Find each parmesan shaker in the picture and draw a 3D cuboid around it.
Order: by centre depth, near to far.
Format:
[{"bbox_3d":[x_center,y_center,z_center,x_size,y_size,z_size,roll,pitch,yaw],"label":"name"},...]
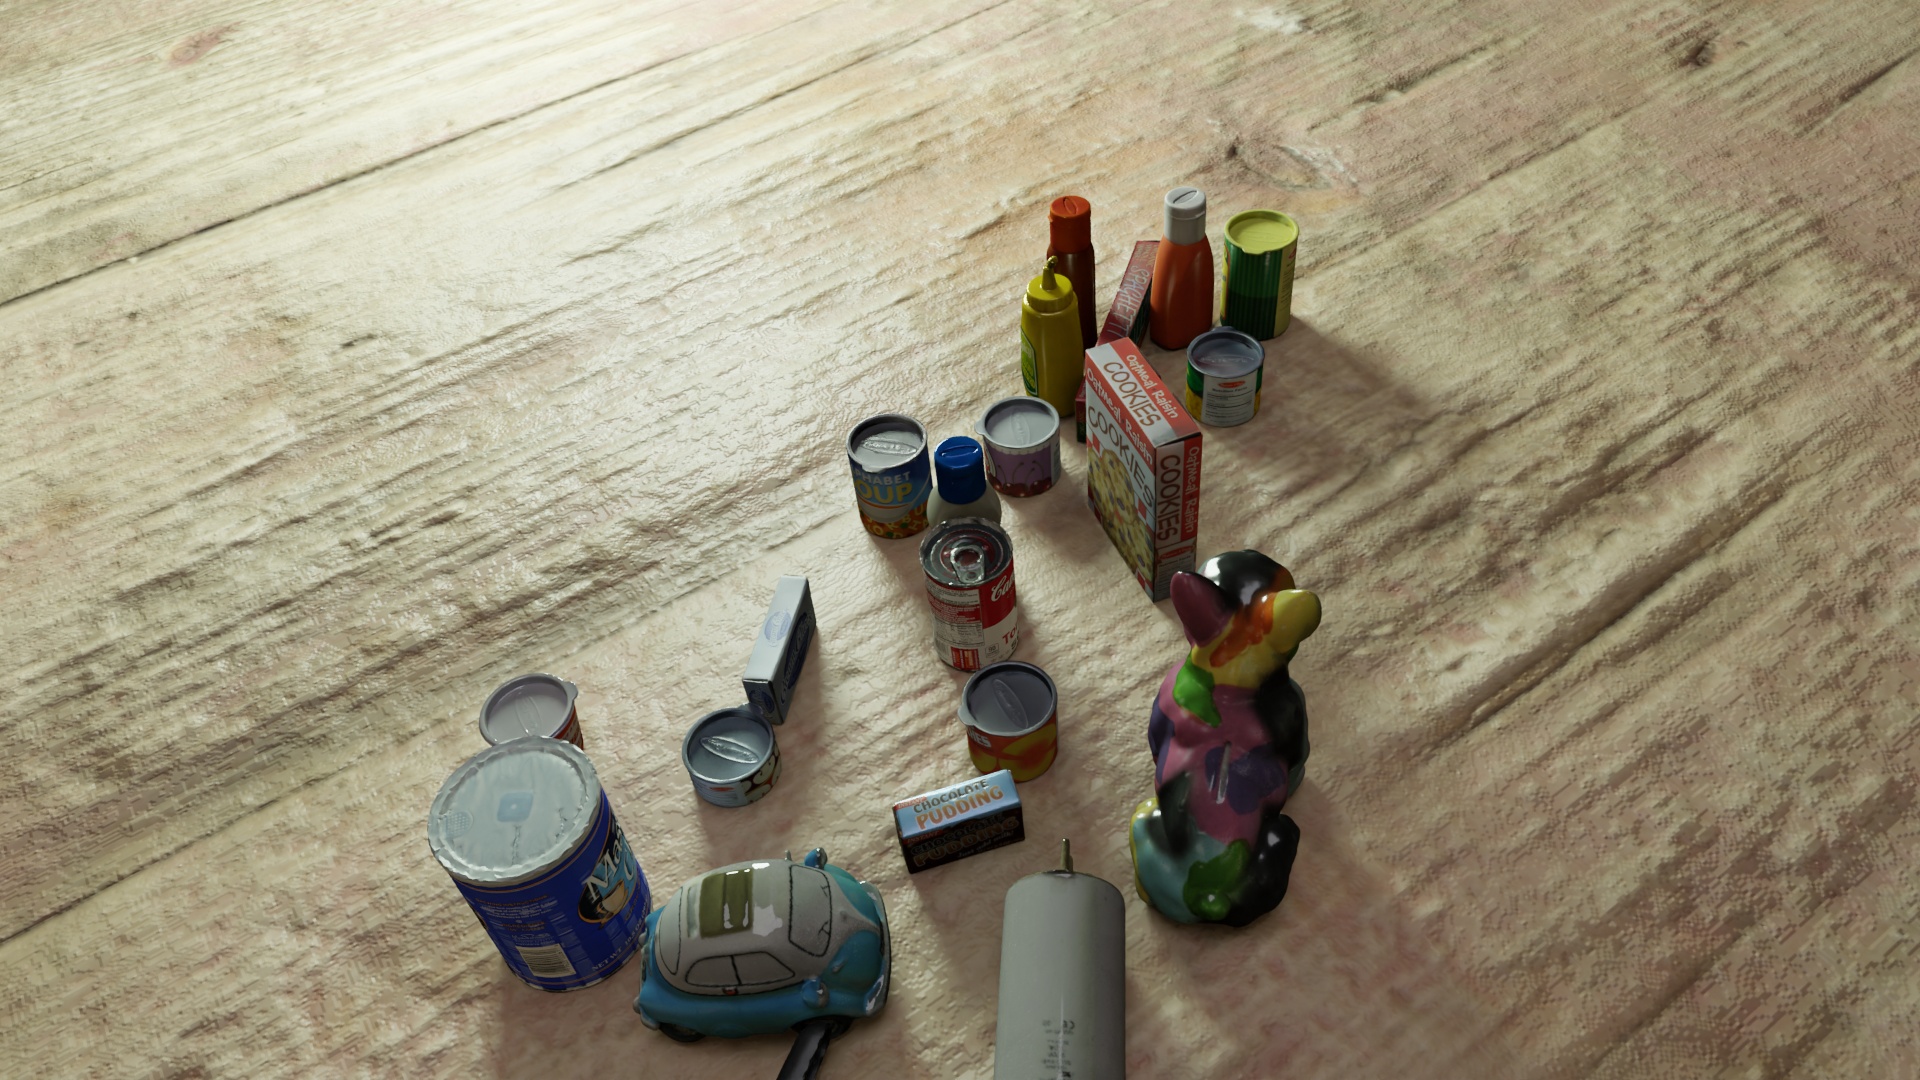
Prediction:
[{"bbox_3d":[0.272,-0.241,1.278,0.071,0.102,0.072,-3,46,3],"label":"parmesan shaker"}]

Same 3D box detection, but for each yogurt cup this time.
[{"bbox_3d":[-0.307,0.138,1.006,0.072,0.053,0.073,-3,46,3],"label":"yogurt cup"}]

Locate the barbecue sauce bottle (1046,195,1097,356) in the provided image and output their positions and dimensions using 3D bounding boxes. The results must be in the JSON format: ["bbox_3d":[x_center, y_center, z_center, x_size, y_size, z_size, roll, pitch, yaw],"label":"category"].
[{"bbox_3d":[0.101,-0.241,1.264,0.044,0.147,0.065,-12,46,-5],"label":"barbecue sauce bottle"}]

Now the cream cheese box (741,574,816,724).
[{"bbox_3d":[-0.134,0.081,1.043,0.024,0.053,0.104,5,47,11],"label":"cream cheese box"}]

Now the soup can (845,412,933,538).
[{"bbox_3d":[-0.057,-0.050,1.141,0.071,0.083,0.072,-3,46,3],"label":"soup can"}]

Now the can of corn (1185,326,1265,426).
[{"bbox_3d":[0.231,-0.144,1.218,0.071,0.058,0.071,-3,46,3],"label":"can of corn"}]

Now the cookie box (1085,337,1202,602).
[{"bbox_3d":[0.139,-0.054,1.065,0.040,0.166,0.123,-18,47,-11],"label":"cookie box"}]

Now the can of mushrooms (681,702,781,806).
[{"bbox_3d":[-0.161,0.153,0.990,0.071,0.033,0.071,-3,46,3],"label":"can of mushrooms"}]

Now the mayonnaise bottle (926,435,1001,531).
[{"bbox_3d":[0.004,-0.013,1.054,0.065,0.147,0.041,-11,46,-4],"label":"mayonnaise bottle"}]

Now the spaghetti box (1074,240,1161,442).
[{"bbox_3d":[0.149,-0.187,1.275,0.029,0.050,0.251,10,48,15],"label":"spaghetti box"}]

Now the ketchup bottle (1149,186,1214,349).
[{"bbox_3d":[0.202,-0.247,1.259,0.065,0.148,0.043,-33,51,-23],"label":"ketchup bottle"}]

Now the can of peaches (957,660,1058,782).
[{"bbox_3d":[0.034,0.128,0.976,0.071,0.057,0.071,-3,46,3],"label":"can of peaches"}]

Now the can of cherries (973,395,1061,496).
[{"bbox_3d":[0.049,-0.079,1.175,0.071,0.058,0.072,-3,46,3],"label":"can of cherries"}]

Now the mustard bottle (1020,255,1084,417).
[{"bbox_3d":[0.077,-0.180,1.199,0.049,0.159,0.065,-16,47,-9],"label":"mustard bottle"}]

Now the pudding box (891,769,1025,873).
[{"bbox_3d":[-0.001,0.187,0.928,0.084,0.049,0.030,-15,46,-8],"label":"pudding box"}]
